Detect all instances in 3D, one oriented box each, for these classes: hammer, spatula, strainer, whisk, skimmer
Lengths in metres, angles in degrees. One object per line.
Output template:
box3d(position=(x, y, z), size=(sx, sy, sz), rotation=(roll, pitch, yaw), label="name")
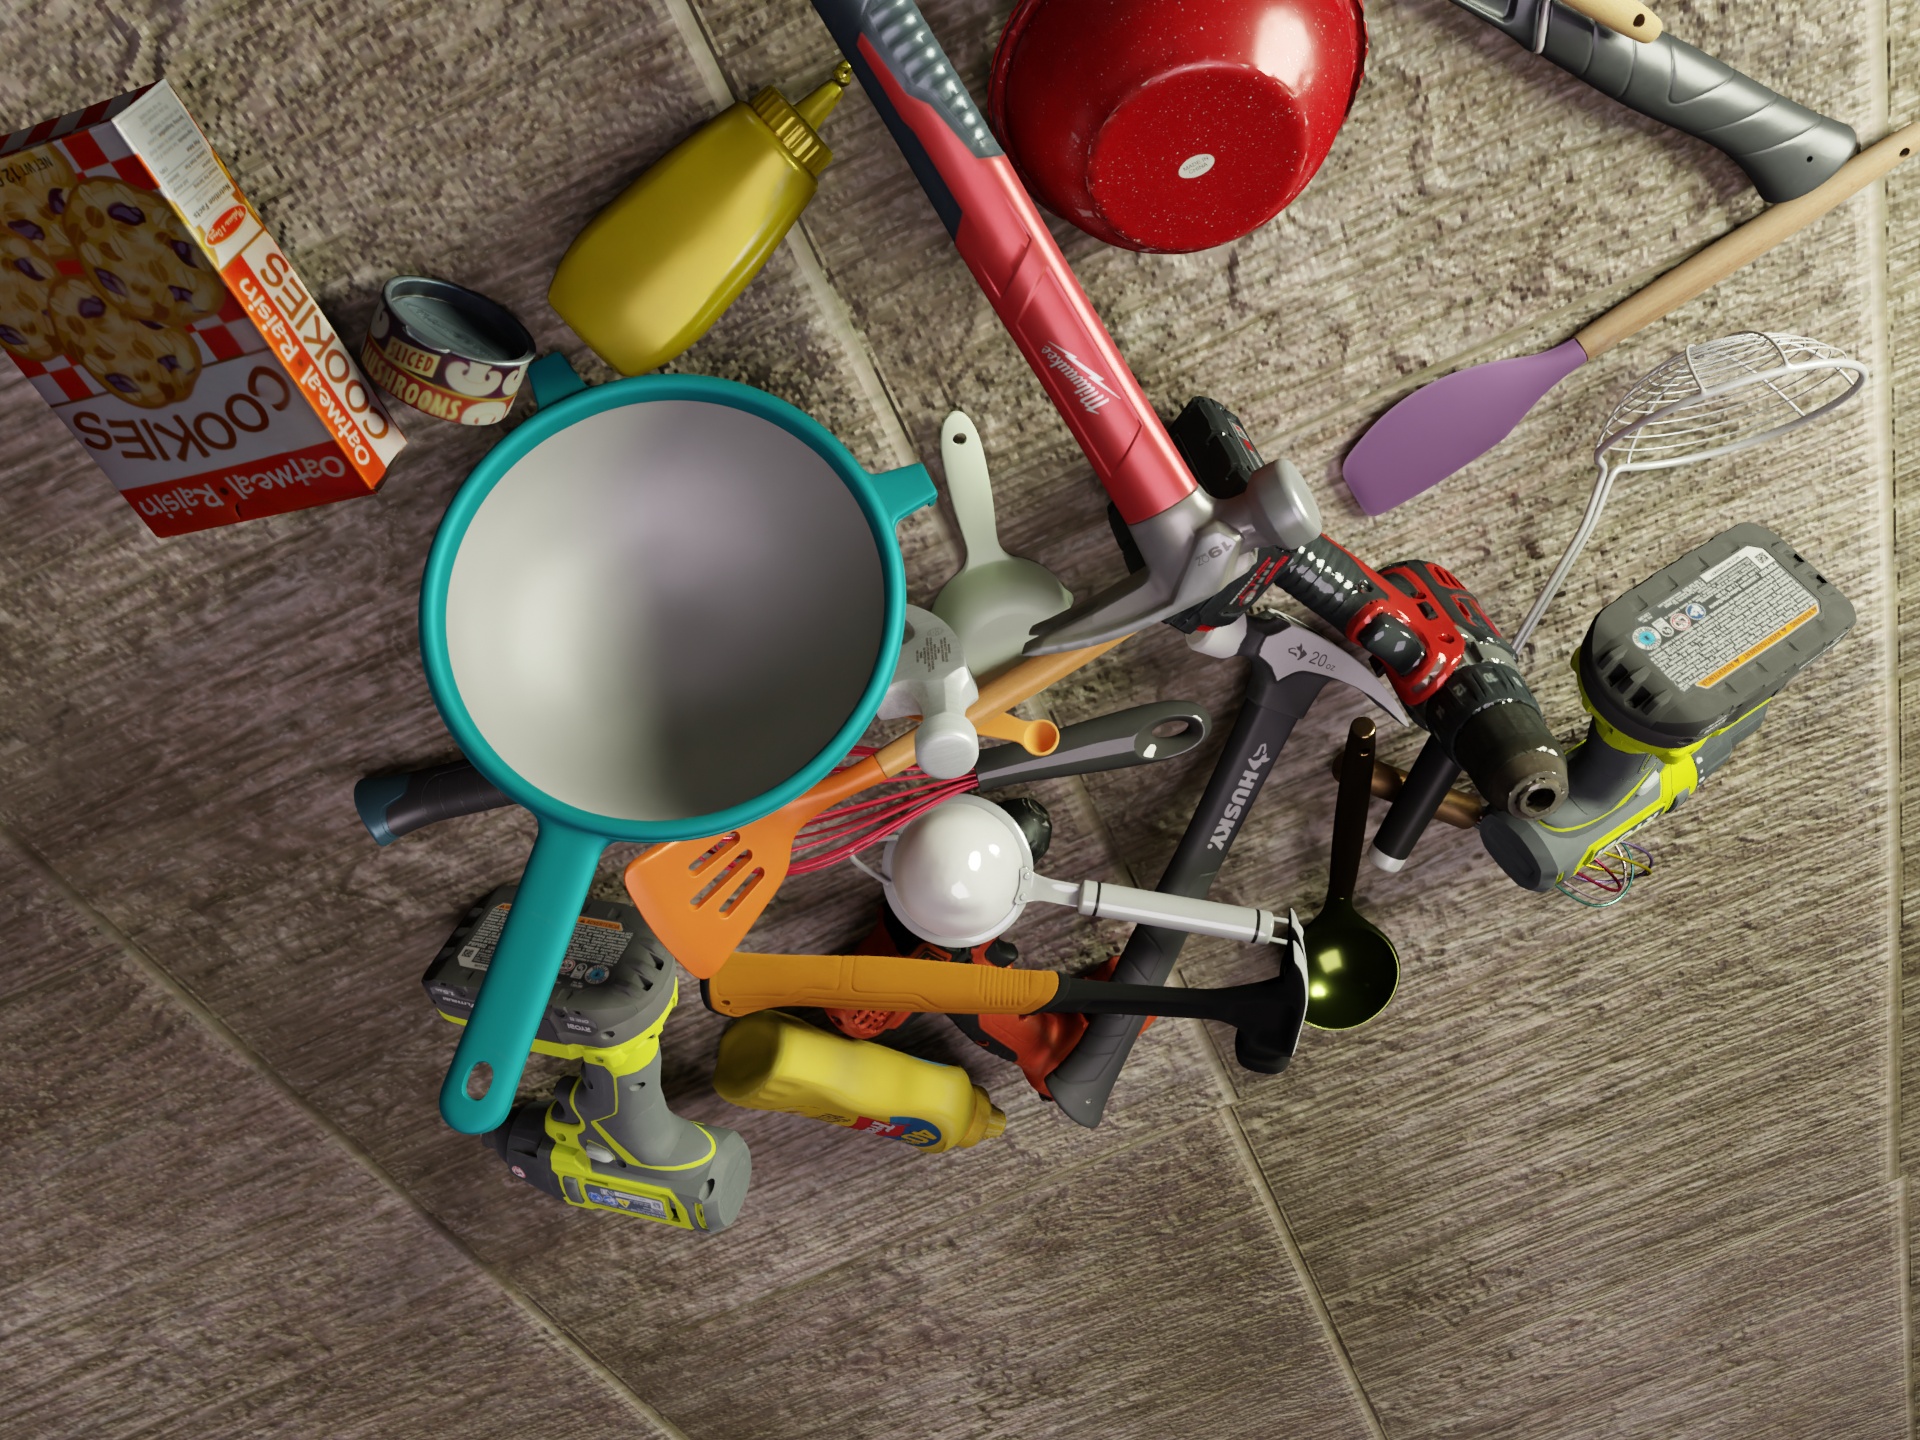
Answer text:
box3d(position=(0.136, 0.097, 0.929), size=(0.146, 0.035, 0.334), rotation=(16, 108, -24), label="hammer")
box3d(position=(0.336, -0.204, 0.805), size=(0.316, 0.018, 0.059), rotation=(-32, 128, 12), label="spatula")
box3d(position=(0.021, 0.147, 0.884), size=(0.337, 0.034, 0.127), rotation=(2, 139, 4), label="hammer")
box3d(position=(0.237, -0.318, 0.688), size=(0.408, 0.036, 0.149), rotation=(14, 121, -23), label="hammer")
box3d(position=(-0.153, 0.011, 0.803), size=(0.331, 0.128, 0.033), rotation=(-13, 129, 8), label="hammer")
box3d(position=(0.064, 0.096, 0.882), size=(0.258, 0.050, 0.087), rotation=(10, 93, -1), label="strainer")
box3d(position=(-0.017, 0.015, 0.806), size=(0.322, 0.041, 0.081), rotation=(-31, 121, -3), label="spatula")
box3d(position=(-0.010, 0.031, 0.857), size=(0.296, 0.073, 0.073), rotation=(-12, 128, 3), label="whisk")
box3d(position=(-0.006, -0.204, 0.645), size=(0.143, 0.038, 0.386), rotation=(-26, 110, 23), label="hammer")
box3d(position=(-0.148, 0.016, 0.715), size=(0.211, 0.095, 0.340), rotation=(18, 79, 4), label="strainer")
box3d(position=(0.337, -0.047, 0.861), size=(0.127, 0.090, 0.363), rotation=(-2, 126, -43), label="skimmer")
box3d(position=(0.332, 0.066, 0.993), size=(0.244, 0.047, 0.051), rotation=(19, 108, -20), label="whisk")

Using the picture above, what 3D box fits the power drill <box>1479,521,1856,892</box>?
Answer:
box3d(position=(0.395, -0.006, 0.880), size=(0.190, 0.080, 0.228), rotation=(-31, 155, -10), label="power drill")

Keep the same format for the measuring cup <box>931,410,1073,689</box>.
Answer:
box3d(position=(0.015, -0.078, 0.811), size=(0.083, 0.038, 0.167), rotation=(-16, 130, -1), label="measuring cup")

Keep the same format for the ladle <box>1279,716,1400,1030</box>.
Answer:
box3d(position=(0.226, 0.096, 0.924), size=(0.078, 0.062, 0.319), rotation=(-11, 147, 3), label="ladle")

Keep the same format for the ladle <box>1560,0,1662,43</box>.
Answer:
box3d(position=(0.163, -0.335, 0.619), size=(0.315, 0.031, 0.069), rotation=(15, 119, -26), label="ladle")

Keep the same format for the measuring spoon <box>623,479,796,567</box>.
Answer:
box3d(position=(-0.122, -0.088, 0.782), size=(0.128, 0.021, 0.042), rotation=(-26, 127, 5), label="measuring spoon")

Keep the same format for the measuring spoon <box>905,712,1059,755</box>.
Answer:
box3d(position=(-0.001, -0.003, 0.843), size=(0.117, 0.021, 0.011), rotation=(16, 164, 21), label="measuring spoon")

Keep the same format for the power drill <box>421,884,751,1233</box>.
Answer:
box3d(position=(-0.223, 0.206, 0.928), size=(0.171, 0.080, 0.223), rotation=(8, 131, 15), label="power drill")

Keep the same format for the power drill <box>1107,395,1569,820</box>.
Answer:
box3d(position=(0.194, -0.049, 0.785), size=(0.226, 0.188, 0.080), rotation=(27, 117, -24), label="power drill")
